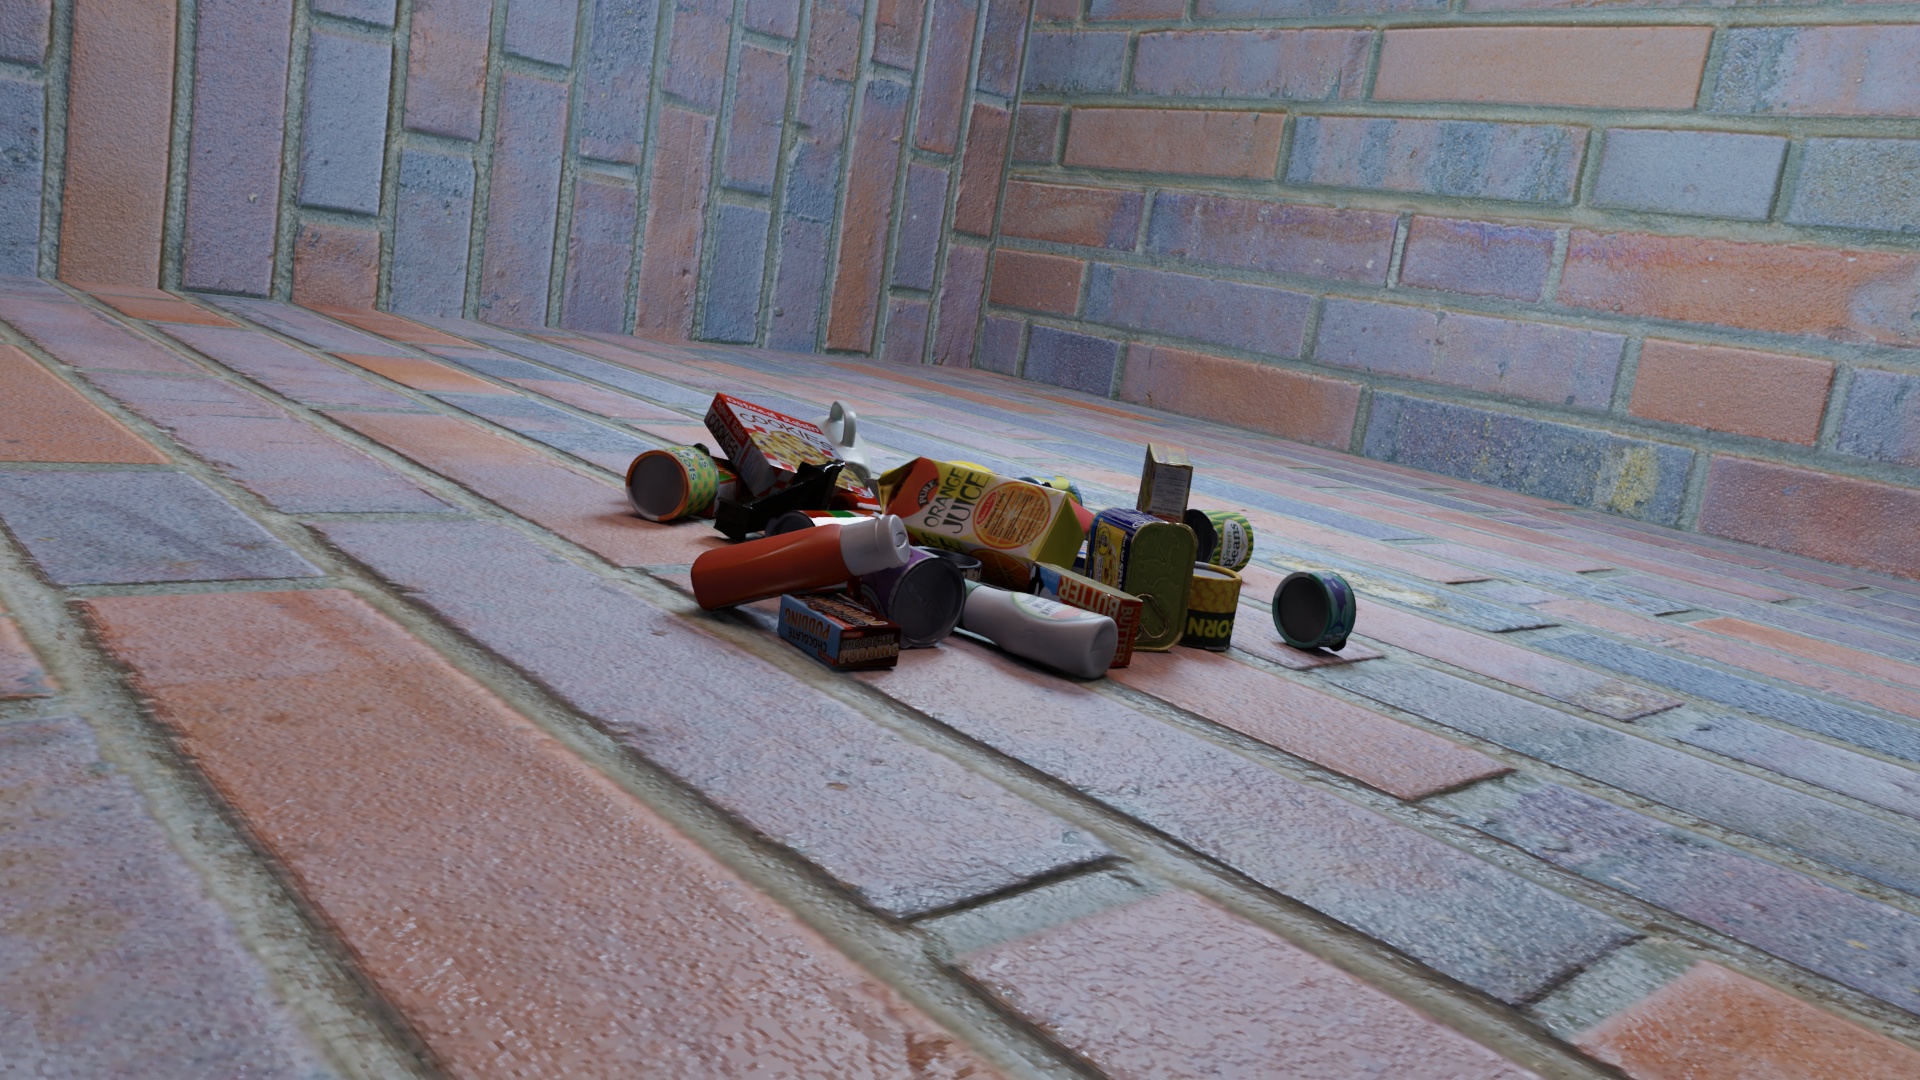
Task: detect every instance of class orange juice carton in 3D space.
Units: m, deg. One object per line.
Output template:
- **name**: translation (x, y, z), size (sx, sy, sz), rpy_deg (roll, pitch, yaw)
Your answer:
- **orange juice carton**: translation (0.004, -0.015, 1.217), size (0.193, 0.073, 0.071), rpy_deg (15, -26, 29)

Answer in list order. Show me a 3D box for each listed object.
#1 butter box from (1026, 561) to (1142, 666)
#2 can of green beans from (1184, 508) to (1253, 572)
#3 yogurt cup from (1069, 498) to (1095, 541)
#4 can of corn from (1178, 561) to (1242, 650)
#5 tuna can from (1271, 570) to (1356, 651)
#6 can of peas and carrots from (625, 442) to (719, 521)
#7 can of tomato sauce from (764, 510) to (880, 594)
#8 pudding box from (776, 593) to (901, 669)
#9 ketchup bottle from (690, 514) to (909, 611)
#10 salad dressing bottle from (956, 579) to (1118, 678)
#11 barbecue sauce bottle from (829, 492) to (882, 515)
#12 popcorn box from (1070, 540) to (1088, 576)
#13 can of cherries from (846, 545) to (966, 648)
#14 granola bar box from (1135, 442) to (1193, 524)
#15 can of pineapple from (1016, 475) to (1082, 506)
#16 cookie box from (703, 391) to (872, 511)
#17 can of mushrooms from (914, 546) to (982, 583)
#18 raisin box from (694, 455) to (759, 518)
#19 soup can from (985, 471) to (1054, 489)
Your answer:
- **butter box**: translation (0.089, 0.055, 1.046), size (0.024, 0.053, 0.103), rpy_deg (4, 12, -40)
- **can of green beans**: translation (0.260, 0.001, 1.433), size (0.058, 0.071, 0.071), rpy_deg (3, 12, -34)
- **yogurt cup**: translation (0.108, -0.003, 1.339), size (0.054, 0.072, 0.072), rpy_deg (26, 18, 34)
- **can of corn**: translation (0.194, 0.052, 1.133), size (0.071, 0.058, 0.071), rpy_deg (9, 10, -1)
- **tuna can**: translation (0.298, 0.060, 1.169), size (0.033, 0.071, 0.071), rpy_deg (1, 13, -36)
- **can of peas and carrots**: translation (-0.263, -0.055, 1.272), size (0.071, 0.070, 0.059), rpy_deg (12, 11, 17)
- **can of tomato sauce**: translation (-0.102, 0.008, 1.090), size (0.071, 0.071, 0.083), rpy_deg (18, 13, 39)
- **pudding box**: translation (-0.083, 0.060, 0.933), size (0.050, 0.030, 0.084), rpy_deg (0, 14, -36)
- **ketchup bottle**: translation (-0.111, 0.014, 0.972), size (0.149, 0.043, 0.065), rpy_deg (-13, 8, 17)
- **salad dressing bottle**: translation (0.041, 0.059, 1.008), size (0.148, 0.044, 0.064), rpy_deg (16, 14, 33)
- **barbecue sauce bottle**: translation (-0.049, -0.019, 1.339), size (0.149, 0.043, 0.065), rpy_deg (3, 11, -30)
- **popcorn box**: translation (0.078, 0.017, 1.271), size (0.127, 0.038, 0.085), rpy_deg (15, 12, 28)
- **can of cherries**: translation (-0.041, 0.039, 0.994), size (0.071, 0.071, 0.058), rpy_deg (0, 13, -41)
- **granola bar box**: translation (0.194, -0.025, 1.358), size (0.039, 0.124, 0.166), rpy_deg (10, 11, 4)
- **can of pineapple**: translation (0.089, -0.036, 1.482), size (0.071, 0.071, 0.058), rpy_deg (18, 14, 40)
- **cookie box**: translation (-0.175, -0.081, 1.392), size (0.123, 0.040, 0.168), rpy_deg (18, 20, -37)
- **can of mushrooms**: translation (-0.015, 0.029, 1.146), size (0.071, 0.033, 0.071), rpy_deg (8, 10, -1)
- **raisin box**: translation (-0.252, -0.055, 1.368), size (0.086, 0.040, 0.124), rpy_deg (12, 12, 15)
- **soup can**: translation (0.053, -0.034, 1.428), size (0.084, 0.071, 0.071), rpy_deg (18, 14, 40)
